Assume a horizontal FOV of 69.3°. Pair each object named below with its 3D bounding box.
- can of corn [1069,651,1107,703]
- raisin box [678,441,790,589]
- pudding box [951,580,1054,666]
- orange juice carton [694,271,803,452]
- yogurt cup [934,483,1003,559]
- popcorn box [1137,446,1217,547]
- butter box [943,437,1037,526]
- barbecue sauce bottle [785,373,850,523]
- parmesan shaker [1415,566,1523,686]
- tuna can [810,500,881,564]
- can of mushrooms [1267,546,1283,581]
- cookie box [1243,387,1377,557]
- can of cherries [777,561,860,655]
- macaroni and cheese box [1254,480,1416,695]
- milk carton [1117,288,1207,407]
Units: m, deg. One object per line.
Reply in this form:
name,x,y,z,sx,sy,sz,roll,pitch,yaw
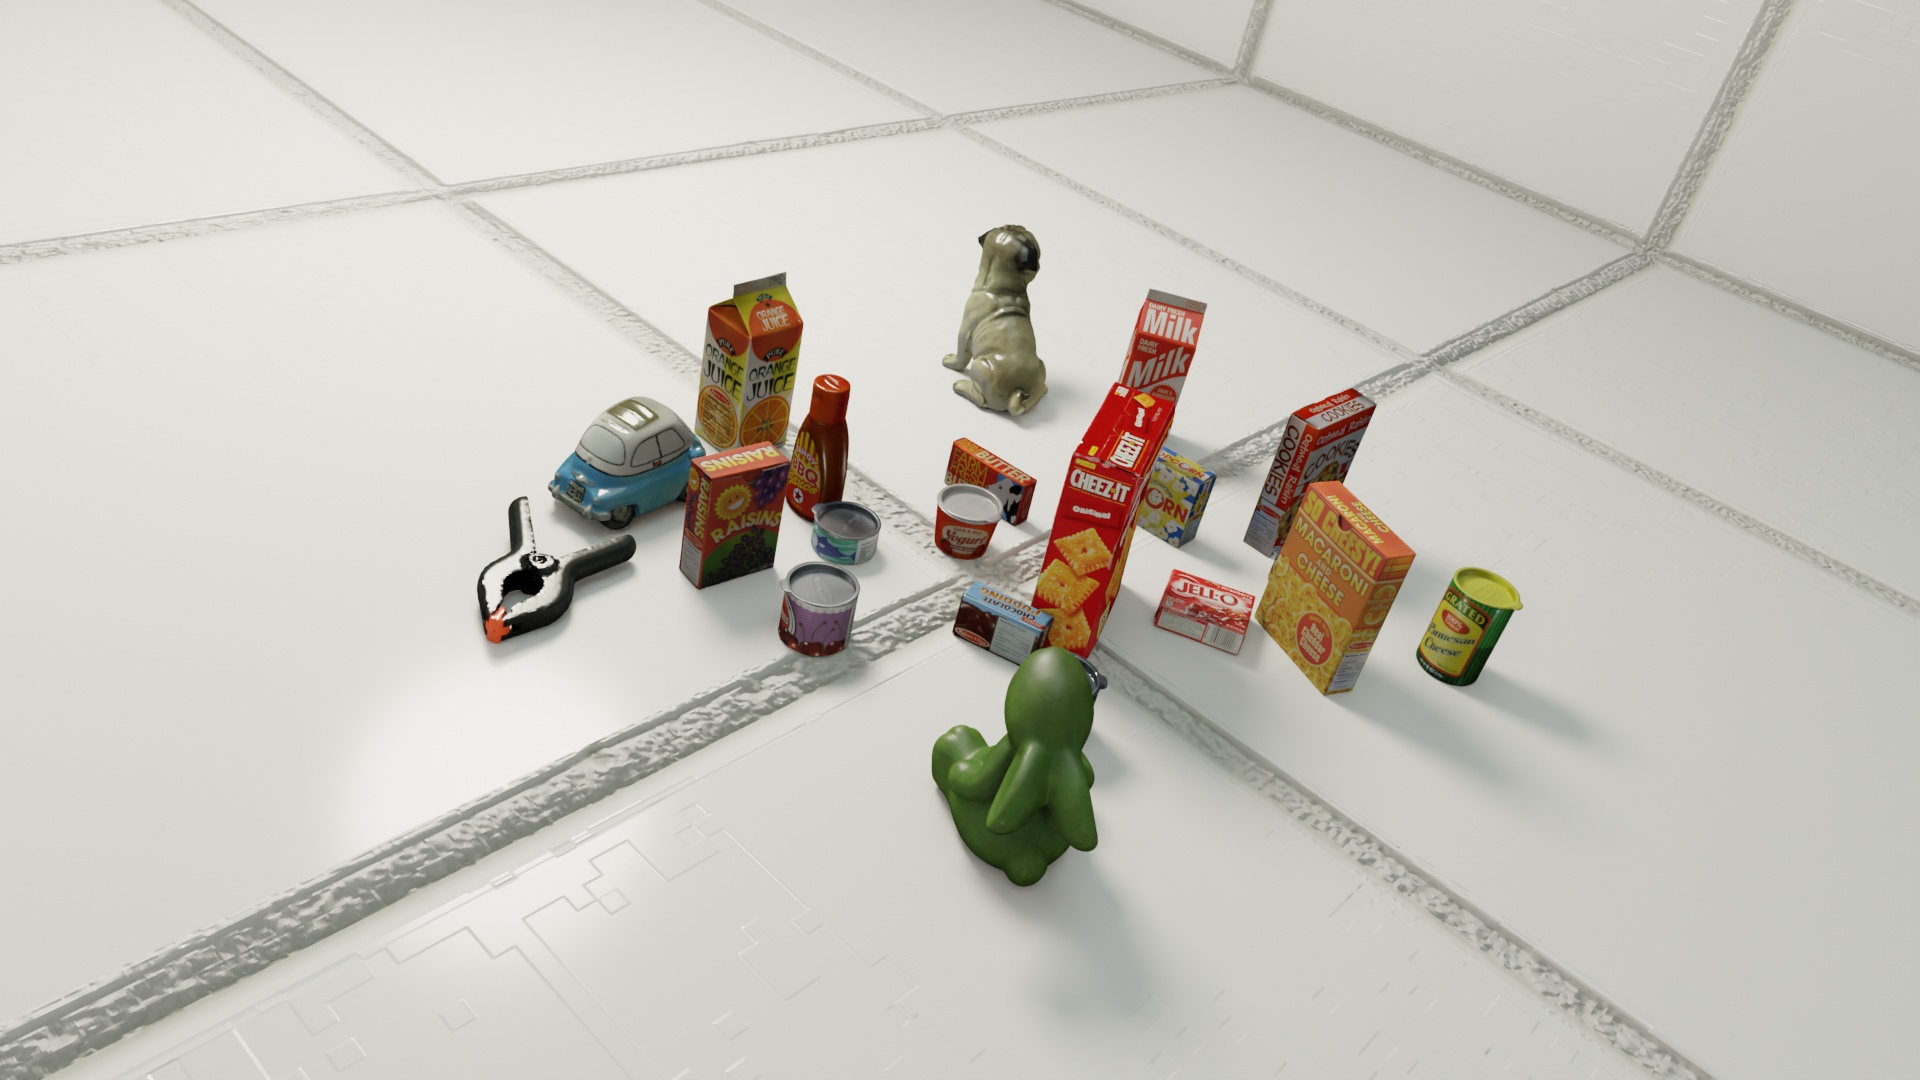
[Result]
can of corn,0.085,0.138,1.198,0.071,0.058,0.071,10,34,-6
raisin box,-0.207,-0.023,1.270,0.086,0.122,0.040,-17,44,-38
pudding box,0.039,0.078,1.277,0.084,0.049,0.030,24,35,15
orange juice carton,-0.219,-0.186,1.442,0.073,0.191,0.072,36,39,30
yogurt cup,0.005,-0.018,1.401,0.072,0.053,0.073,10,34,-6
popcorn box,0.206,-0.061,1.509,0.127,0.084,0.038,33,38,26
butter box,0.031,-0.064,1.479,0.104,0.052,0.024,33,38,27
barbecue sauce bottle,-0.137,-0.092,1.374,0.044,0.147,0.065,-18,45,-39
parmesan shaker,0.506,0.088,1.383,0.071,0.102,0.072,10,34,-6
tuna can,-0.115,-0.008,1.363,0.071,0.032,0.071,10,34,-6
can of mushrooms,0.360,0.035,1.470,0.071,0.033,0.071,10,34,-6
cookie box,0.381,-0.075,1.520,0.040,0.166,0.123,36,39,30
can of cherries,-0.129,0.061,1.234,0.071,0.058,0.072,10,34,-6
macaroni and cheese box,0.355,0.045,1.334,0.040,0.165,0.124,-5,38,-26
milk carton,0.228,-0.202,1.630,0.072,0.189,0.074,15,33,1
